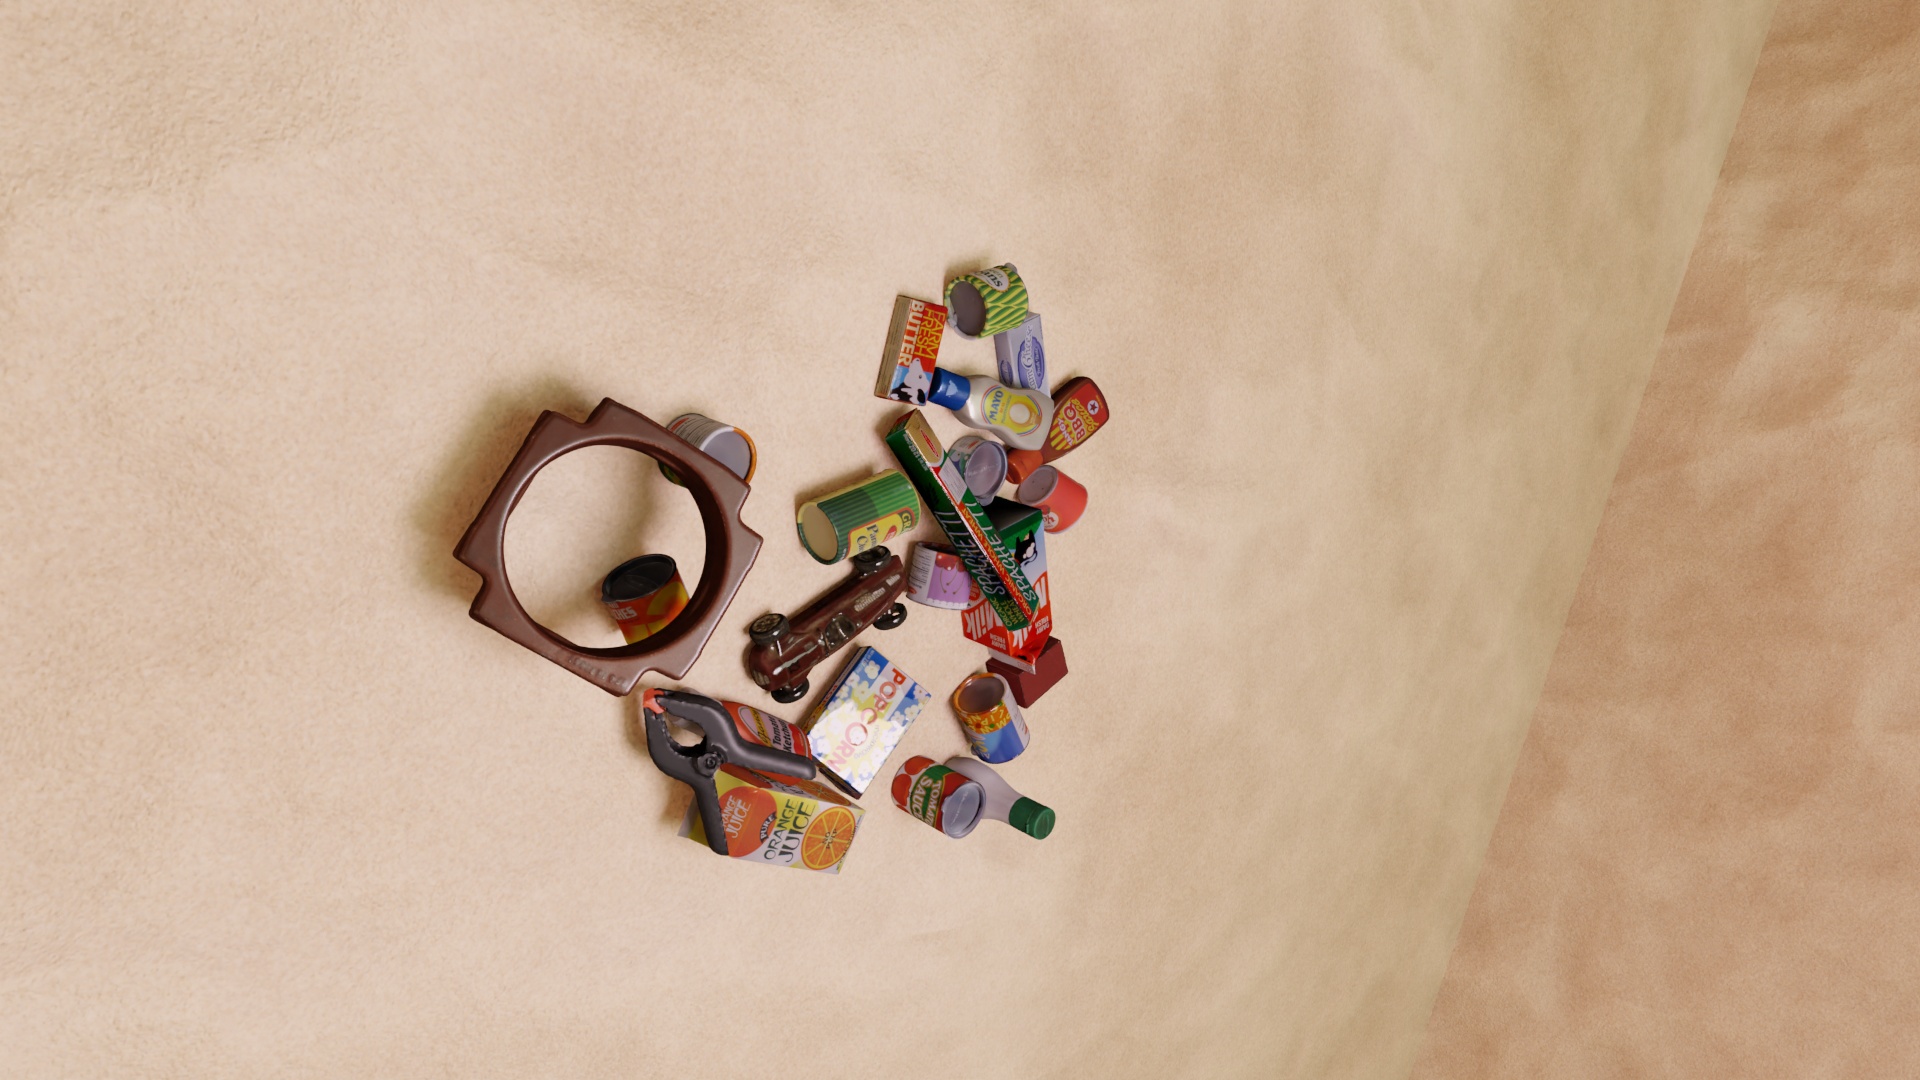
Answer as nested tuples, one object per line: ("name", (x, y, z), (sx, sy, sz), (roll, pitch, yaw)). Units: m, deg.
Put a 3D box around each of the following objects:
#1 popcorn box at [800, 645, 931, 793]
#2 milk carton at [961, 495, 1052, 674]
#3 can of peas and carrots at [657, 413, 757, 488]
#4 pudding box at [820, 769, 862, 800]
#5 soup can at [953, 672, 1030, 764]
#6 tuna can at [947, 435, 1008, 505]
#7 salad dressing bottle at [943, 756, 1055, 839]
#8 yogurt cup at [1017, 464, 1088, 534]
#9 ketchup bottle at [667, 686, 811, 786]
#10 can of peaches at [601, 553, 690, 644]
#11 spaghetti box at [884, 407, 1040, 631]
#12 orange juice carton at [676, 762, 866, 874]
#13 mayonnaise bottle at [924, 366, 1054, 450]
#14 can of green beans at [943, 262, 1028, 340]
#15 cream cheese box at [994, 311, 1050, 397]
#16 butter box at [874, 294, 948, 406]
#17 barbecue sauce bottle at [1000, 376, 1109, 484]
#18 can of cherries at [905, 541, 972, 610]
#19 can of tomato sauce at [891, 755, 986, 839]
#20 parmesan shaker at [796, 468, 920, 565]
("popcorn box", (-0.100, 0.182, 1.411), (0.085, 0.038, 0.127), (41, 72, -15))
("milk carton", (0.048, 0.056, 1.522), (0.074, 0.072, 0.189), (-28, 123, -38))
("can of peas and carrots", (-0.218, -0.071, 1.207), (0.071, 0.059, 0.070), (-19, 117, -41))
("pudding box", (-0.104, 0.223, 1.454), (0.084, 0.030, 0.049), (-54, 134, -18))
("soup can", (0.032, 0.201, 1.565), (0.071, 0.071, 0.083), (-44, 131, -26))
("tuna can", (0.016, -0.074, 1.471), (0.071, 0.033, 0.070), (-19, 117, -41))
("salad dressing bottle", (0.040, 0.287, 1.540), (0.044, 0.148, 0.064), (-21, 120, -40))
("yogurt cup", (0.101, -0.048, 1.548), (0.054, 0.072, 0.072), (39, 75, -38))
("ketchup bottle", (-0.208, 0.181, 1.311), (0.043, 0.065, 0.148), (-42, 131, 18))
("can of peaches", (-0.269, 0.055, 1.195), (0.071, 0.071, 0.057), (-39, 130, -30))
("spaghetti box", (0.005, -0.018, 1.407), (0.249, 0.028, 0.050), (57, 28, -18))
("orange juice carton", (-0.189, 0.267, 1.349), (0.192, 0.073, 0.072), (25, 88, -47))
("mayonnaise bottle", (0.028, -0.140, 1.434), (0.148, 0.041, 0.064), (17, 89, -36))
("can of green beans", (0.025, -0.239, 1.397), (0.058, 0.071, 0.071), (-23, 120, -39))
("cream cheese box", (0.067, -0.189, 1.489), (0.053, 0.024, 0.103), (-30, 124, -35))
("butter box", (-0.048, -0.187, 1.370), (0.053, 0.024, 0.103), (7, 99, -47))
("barbecue sauce bottle", (0.101, -0.118, 1.535), (0.149, 0.043, 0.064), (-42, 117, -28))
("can of cherries", (-0.018, 0.037, 1.450), (0.071, 0.071, 0.058), (3, 101, -47))
("can of tomato sauce", (-0.026, 0.279, 1.517), (0.071, 0.083, 0.071), (-19, 117, -41))
("parmesan shaker", (-0.100, -0.022, 1.347), (0.103, 0.071, 0.071), (-25, 121, -38))
